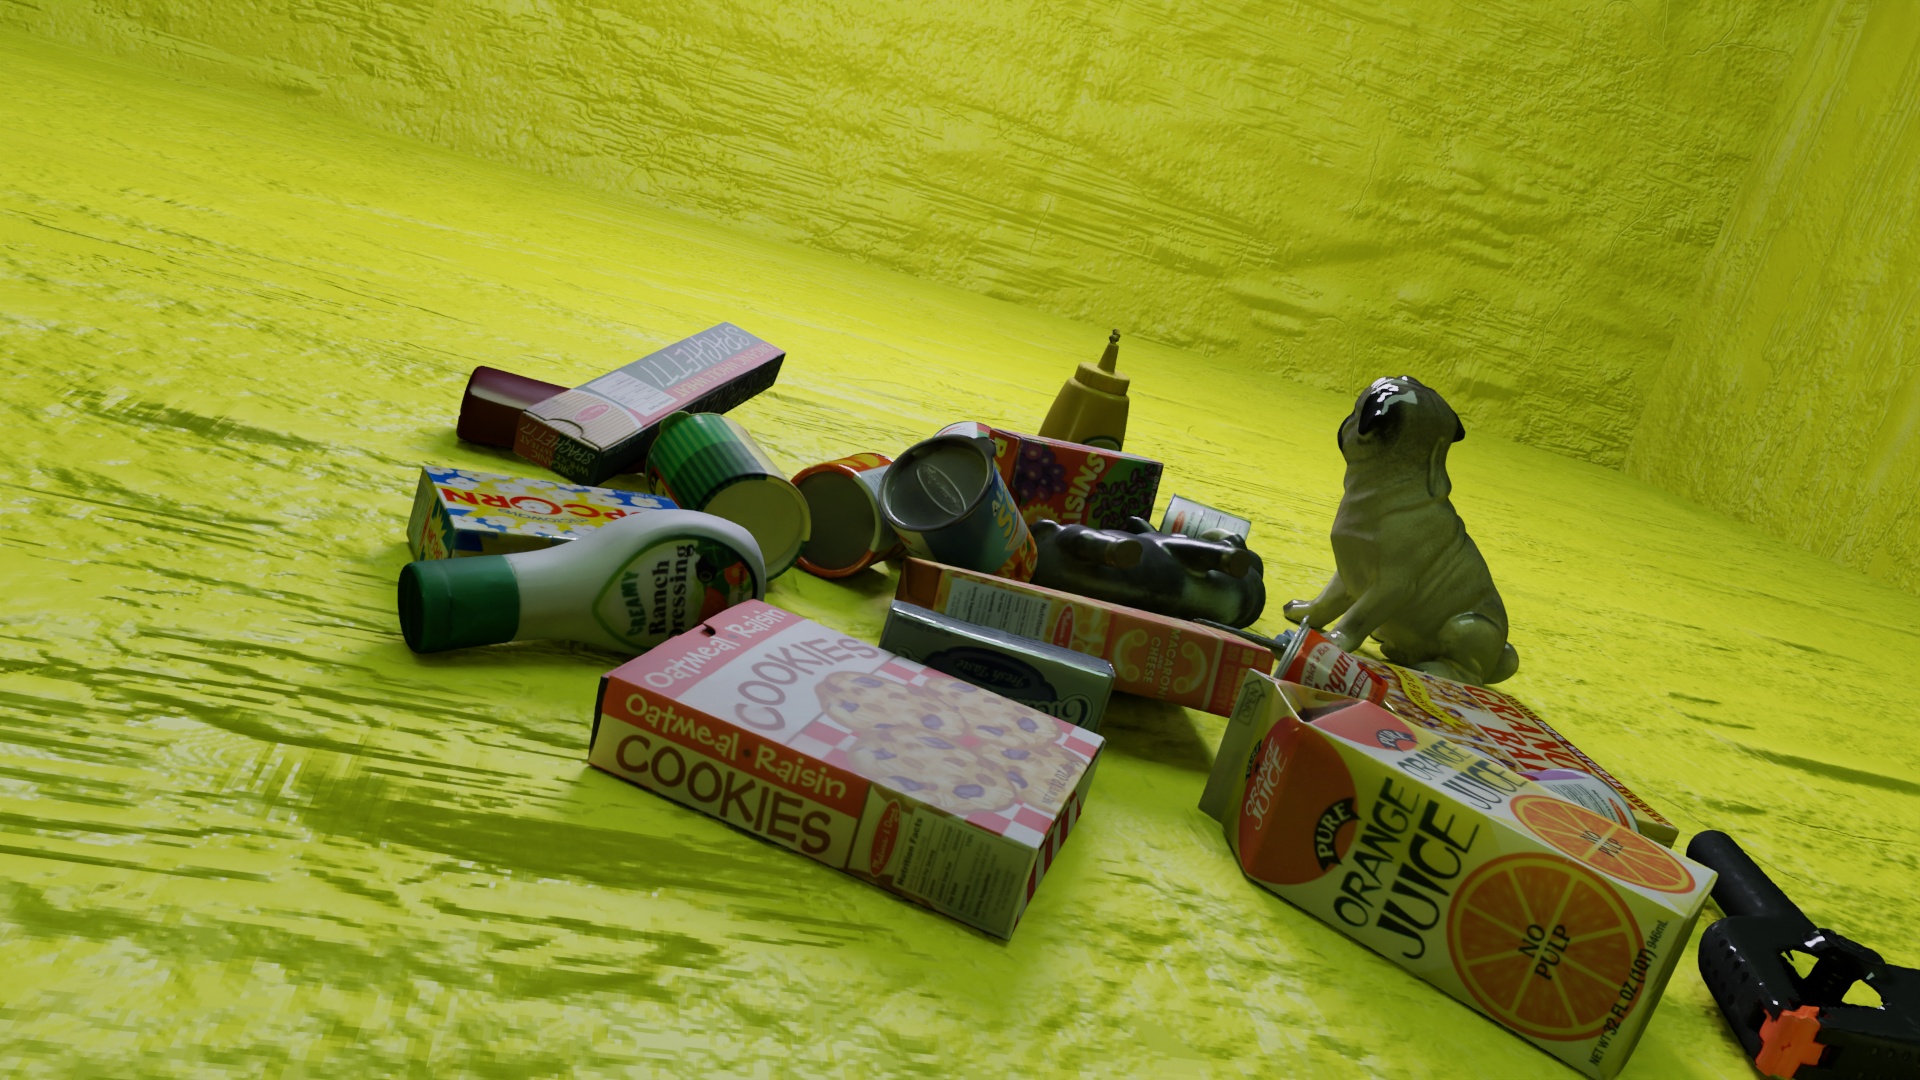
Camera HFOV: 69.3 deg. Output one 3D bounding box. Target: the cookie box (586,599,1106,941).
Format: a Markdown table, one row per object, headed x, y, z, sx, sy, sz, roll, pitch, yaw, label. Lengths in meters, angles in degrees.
| x | y | z | sx | sy | sz | roll | pitch | yaw | label |
| --- | --- | --- | --- | --- | --- | --- | --- | --- | --- |
| -0.038 | 0.079 | 0.536 | 0.167 | 0.040 | 0.123 | 20 | 15 | 12 | cookie box |

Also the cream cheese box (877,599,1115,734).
| x | y | z | sx | sy | sz | roll | pitch | yaw | label |
| --- | --- | --- | --- | --- | --- | --- | --- | --- | --- |
| 0.012 | 0.066 | 0.614 | 0.104 | 0.053 | 0.024 | 17 | 13 | -2 | cream cheese box |

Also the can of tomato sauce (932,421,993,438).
| x | y | z | sx | sy | sz | roll | pitch | yaw | label |
| --- | --- | --- | --- | --- | --- | --- | --- | --- | --- |
| 0.007 | -0.042 | 0.980 | 0.071 | 0.071 | 0.083 | 15 | 15 | -6 | can of tomato sauce |

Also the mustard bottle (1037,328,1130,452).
| x | y | z | sx | sy | sz | roll | pitch | yaw | label |
| --- | --- | --- | --- | --- | --- | --- | --- | --- | --- |
| 0.089 | -0.077 | 1.009 | 0.065 | 0.159 | 0.049 | 3 | 21 | -40 | mustard bottle |

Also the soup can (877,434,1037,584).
| x | y | z | sx | sy | sz | roll | pitch | yaw | label |
| --- | --- | --- | --- | --- | --- | --- | --- | --- | --- |
| 0.003 | -0.010 | 0.777 | 0.071 | 0.071 | 0.083 | 28 | -20 | 37 | soup can |

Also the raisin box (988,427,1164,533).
| x | y | z | sx | sy | sz | roll | pitch | yaw | label |
| --- | --- | --- | --- | --- | --- | --- | --- | --- | --- |
| 0.070 | -0.023 | 0.935 | 0.123 | 0.086 | 0.040 | 8 | 11 | -32 | raisin box |

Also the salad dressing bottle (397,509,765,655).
| x | y | z | sx | sy | sz | roll | pitch | yaw | label |
| --- | --- | --- | --- | --- | --- | --- | --- | --- | --- |
| -0.157 | 0.021 | 0.587 | 0.148 | 0.064 | 0.044 | -6 | 20 | -37 | salad dressing bottle |

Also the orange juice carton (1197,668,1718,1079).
| x | y | z | sx | sy | sz | roll | pitch | yaw | label |
| --- | --- | --- | --- | --- | --- | --- | --- | --- | --- |
| 0.188 | 0.124 | 0.563 | 0.193 | 0.071 | 0.073 | 27 | 17 | 32 | orange juice carton |

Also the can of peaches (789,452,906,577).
| x | y | z | sx | sy | sz | roll | pitch | yaw | label |
| --- | --- | --- | --- | --- | --- | --- | --- | --- | --- |
| -0.066 | -0.014 | 0.801 | 0.071 | 0.071 | 0.058 | 21 | 15 | 16 | can of peaches |

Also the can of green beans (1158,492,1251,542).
| x | y | z | sx | sy | sz | roll | pitch | yaw | label |
| --- | --- | --- | --- | --- | --- | --- | --- | --- | --- |
| 0.166 | 0.007 | 0.974 | 0.058 | 0.071 | 0.071 | 20 | 15 | 10 | can of green beans |

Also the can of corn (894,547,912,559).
| x | y | z | sx | sy | sz | roll | pitch | yaw | label |
| --- | --- | --- | --- | --- | --- | --- | --- | --- | --- |
| -0.013 | -0.015 | 0.862 | 0.058 | 0.071 | 0.071 | 13 | 15 | -13 | can of corn |

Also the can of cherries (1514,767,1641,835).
| x | y | z | sx | sy | sz | roll | pitch | yaw | label |
| --- | --- | --- | --- | --- | --- | --- | --- | --- | --- |
| 0.251 | 0.136 | 0.611 | 0.058 | 0.071 | 0.071 | 4 | 19 | -38 | can of cherries |

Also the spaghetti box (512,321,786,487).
| x | y | z | sx | sy | sz | roll | pitch | yaw | label |
| --- | --- | --- | --- | --- | --- | --- | --- | --- | --- |
| -0.179 | -0.089 | 0.846 | 0.050 | 0.028 | 0.251 | 27 | 25 | 6 | spaghetti box |

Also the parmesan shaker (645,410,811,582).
| x | y | z | sx | sy | sz | roll | pitch | yaw | label |
| --- | --- | --- | --- | --- | --- | --- | --- | --- | --- |
| -0.130 | -0.025 | 0.757 | 0.071 | 0.071 | 0.103 | 9 | 17 | -28 | parmesan shaker |

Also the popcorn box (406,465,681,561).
| x | y | z | sx | sy | sz | roll | pitch | yaw | label |
| --- | --- | --- | --- | --- | --- | --- | --- | --- | --- |
| -0.186 | 0.003 | 0.654 | 0.127 | 0.038 | 0.085 | 7 | 18 | -33 | popcorn box |

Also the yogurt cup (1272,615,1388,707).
| x | y | z | sx | sy | sz | roll | pitch | yaw | label |
| --- | --- | --- | --- | --- | --- | --- | --- | --- | --- |
| 0.185 | 0.085 | 0.721 | 0.054 | 0.072 | 0.072 | 29 | 17 | 14 | yogurt cup |

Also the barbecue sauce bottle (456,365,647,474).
| x | y | z | sx | sy | sz | roll | pitch | yaw | label |
| --- | --- | --- | --- | --- | --- | --- | --- | --- | --- |
| -0.228 | -0.068 | 0.854 | 0.149 | 0.043 | 0.065 | 13 | 19 | -15 | barbecue sauce bottle |

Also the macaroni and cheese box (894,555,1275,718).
| x | y | z | sx | sy | sz | roll | pitch | yaw | label |
| --- | --- | --- | --- | --- | --- | --- | --- | --- | --- |
| 0.056 | 0.047 | 0.700 | 0.166 | 0.040 | 0.123 | 14 | 0 | -11 | macaroni and cheese box |

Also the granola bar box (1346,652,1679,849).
| x | y | z | sx | sy | sz | roll | pitch | yaw | label |
| --- | --- | --- | --- | --- | --- | --- | --- | --- | --- |
| 0.276 | 0.118 | 0.744 | 0.124 | 0.039 | 0.166 | 14 | 15 | -11 | granola bar box |
